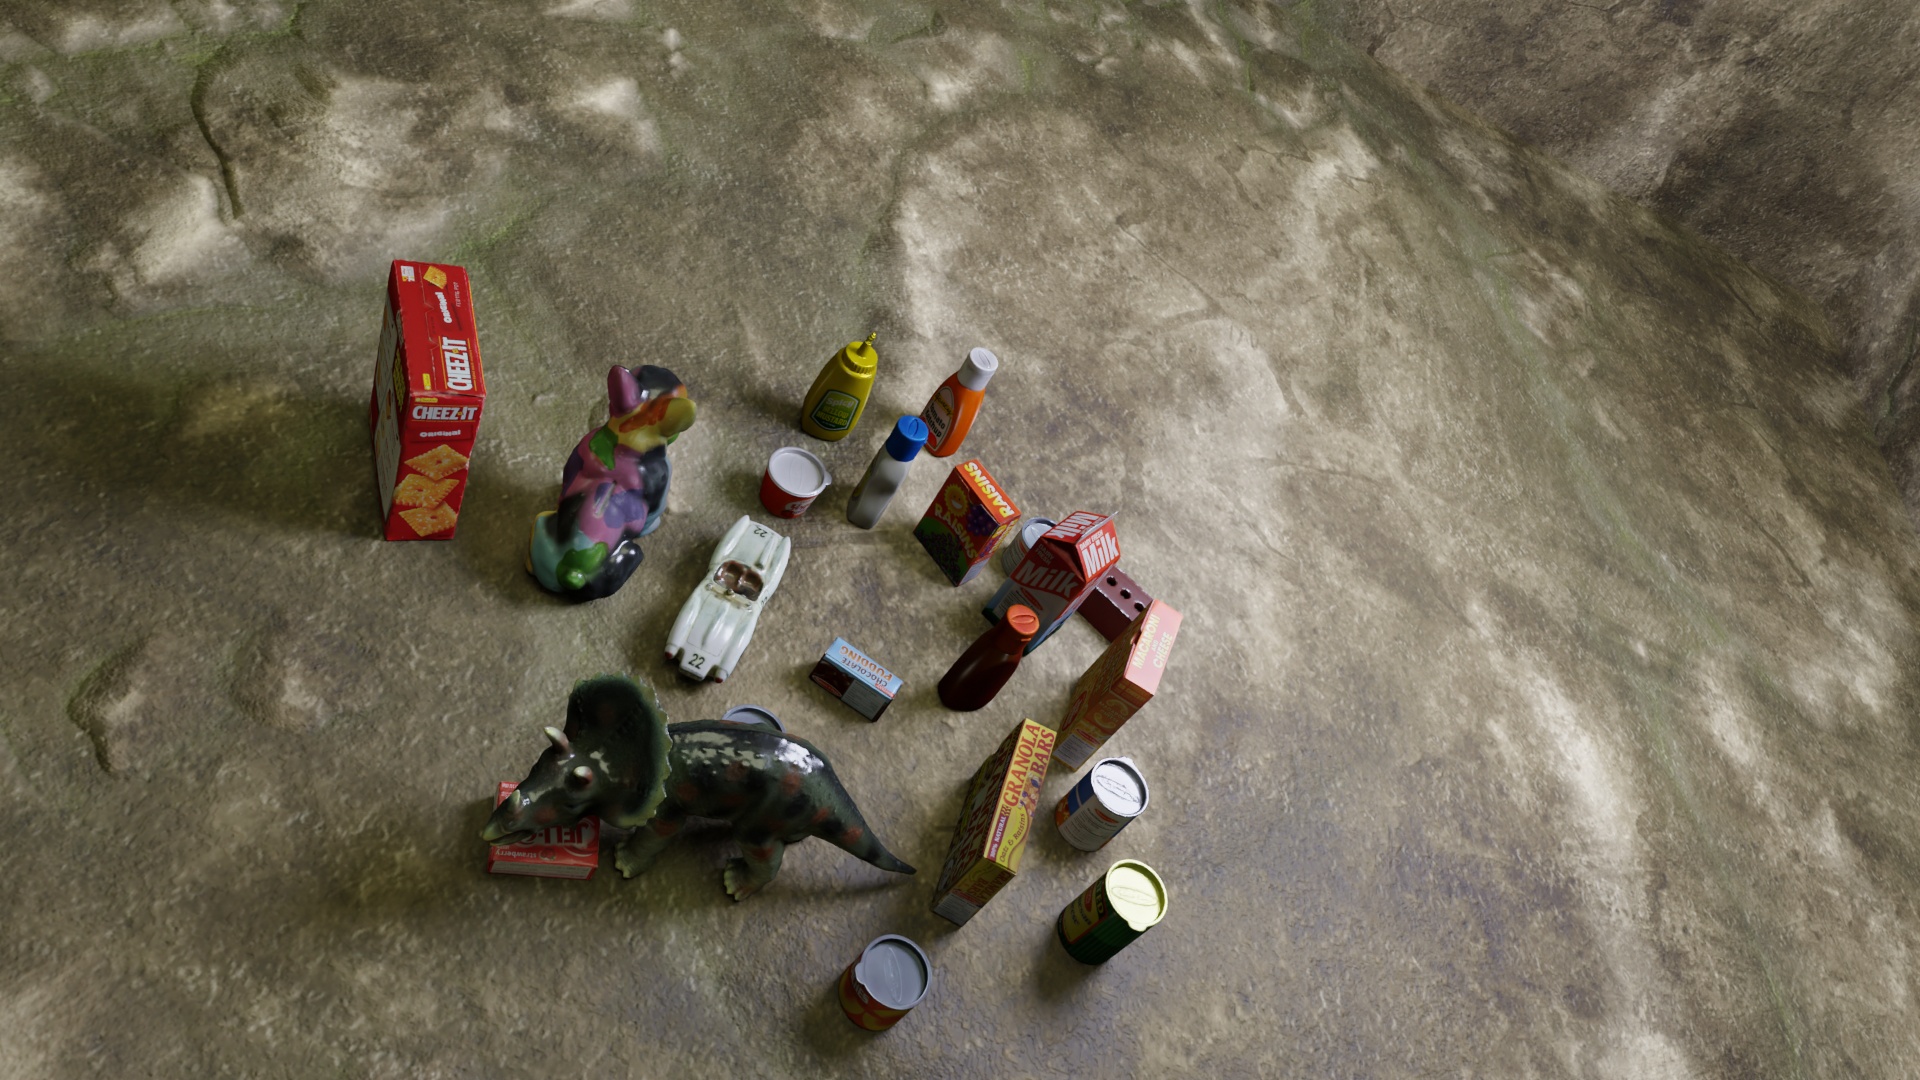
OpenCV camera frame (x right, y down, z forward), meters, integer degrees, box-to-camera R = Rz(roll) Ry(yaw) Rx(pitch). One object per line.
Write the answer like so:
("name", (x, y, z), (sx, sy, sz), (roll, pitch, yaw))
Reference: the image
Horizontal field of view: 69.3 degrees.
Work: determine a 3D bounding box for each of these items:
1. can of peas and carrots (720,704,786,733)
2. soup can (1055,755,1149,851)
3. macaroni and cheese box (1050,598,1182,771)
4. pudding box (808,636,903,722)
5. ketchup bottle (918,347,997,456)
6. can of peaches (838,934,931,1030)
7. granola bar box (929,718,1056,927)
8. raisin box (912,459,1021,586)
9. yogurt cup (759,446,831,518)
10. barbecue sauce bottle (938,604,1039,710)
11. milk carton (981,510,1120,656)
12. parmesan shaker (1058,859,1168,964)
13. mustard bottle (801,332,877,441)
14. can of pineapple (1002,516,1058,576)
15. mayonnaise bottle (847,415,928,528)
("can of peas and carrots", (-0.203, 0.198, 1.295), (0.071, 0.058, 0.071), (16, 48, -18))
("soup can", (0.144, 0.268, 1.417), (0.071, 0.083, 0.072), (16, 48, -18))
("macaroni and cheese box", (0.162, 0.153, 1.465), (0.040, 0.165, 0.124), (32, 45, -3))
("pudding box", (-0.106, 0.141, 1.404), (0.084, 0.049, 0.030), (34, 45, -1))
("ketchup bottle", (-0.002, -0.167, 1.649), (0.044, 0.148, 0.065), (-9, 60, -35))
("can of peaches", (-0.069, 0.387, 1.215), (0.071, 0.057, 0.071), (16, 48, -18))
("granola bar box", (0.031, 0.267, 1.325), (0.039, 0.123, 0.166), (28, 45, -7))
("raisin box", (0.006, -0.019, 1.548), (0.040, 0.122, 0.086), (-23, 68, -40))
("yogurt cup", (-0.186, -0.061, 1.522), (0.072, 0.053, 0.073), (16, 48, -18))
("barbecue sauce bottle", (0.033, 0.121, 1.430), (0.065, 0.147, 0.044), (-2, 56, -31))
("milk carton", (0.107, 0.037, 1.512), (0.073, 0.189, 0.073), (46, 46, 11))
("parmesan shaker", (0.144, 0.359, 1.328), (0.071, 0.102, 0.072), (16, 48, -18))
("mustard bottle", (-0.131, -0.179, 1.577), (0.065, 0.159, 0.049), (17, 48, -17))
("can of pineapple", (0.091, 0.016, 1.614), (0.071, 0.057, 0.071), (16, 48, -18))
("mayonnaise bottle", (-0.080, -0.078, 1.531), (0.041, 0.147, 0.065), (24, 46, -11))
